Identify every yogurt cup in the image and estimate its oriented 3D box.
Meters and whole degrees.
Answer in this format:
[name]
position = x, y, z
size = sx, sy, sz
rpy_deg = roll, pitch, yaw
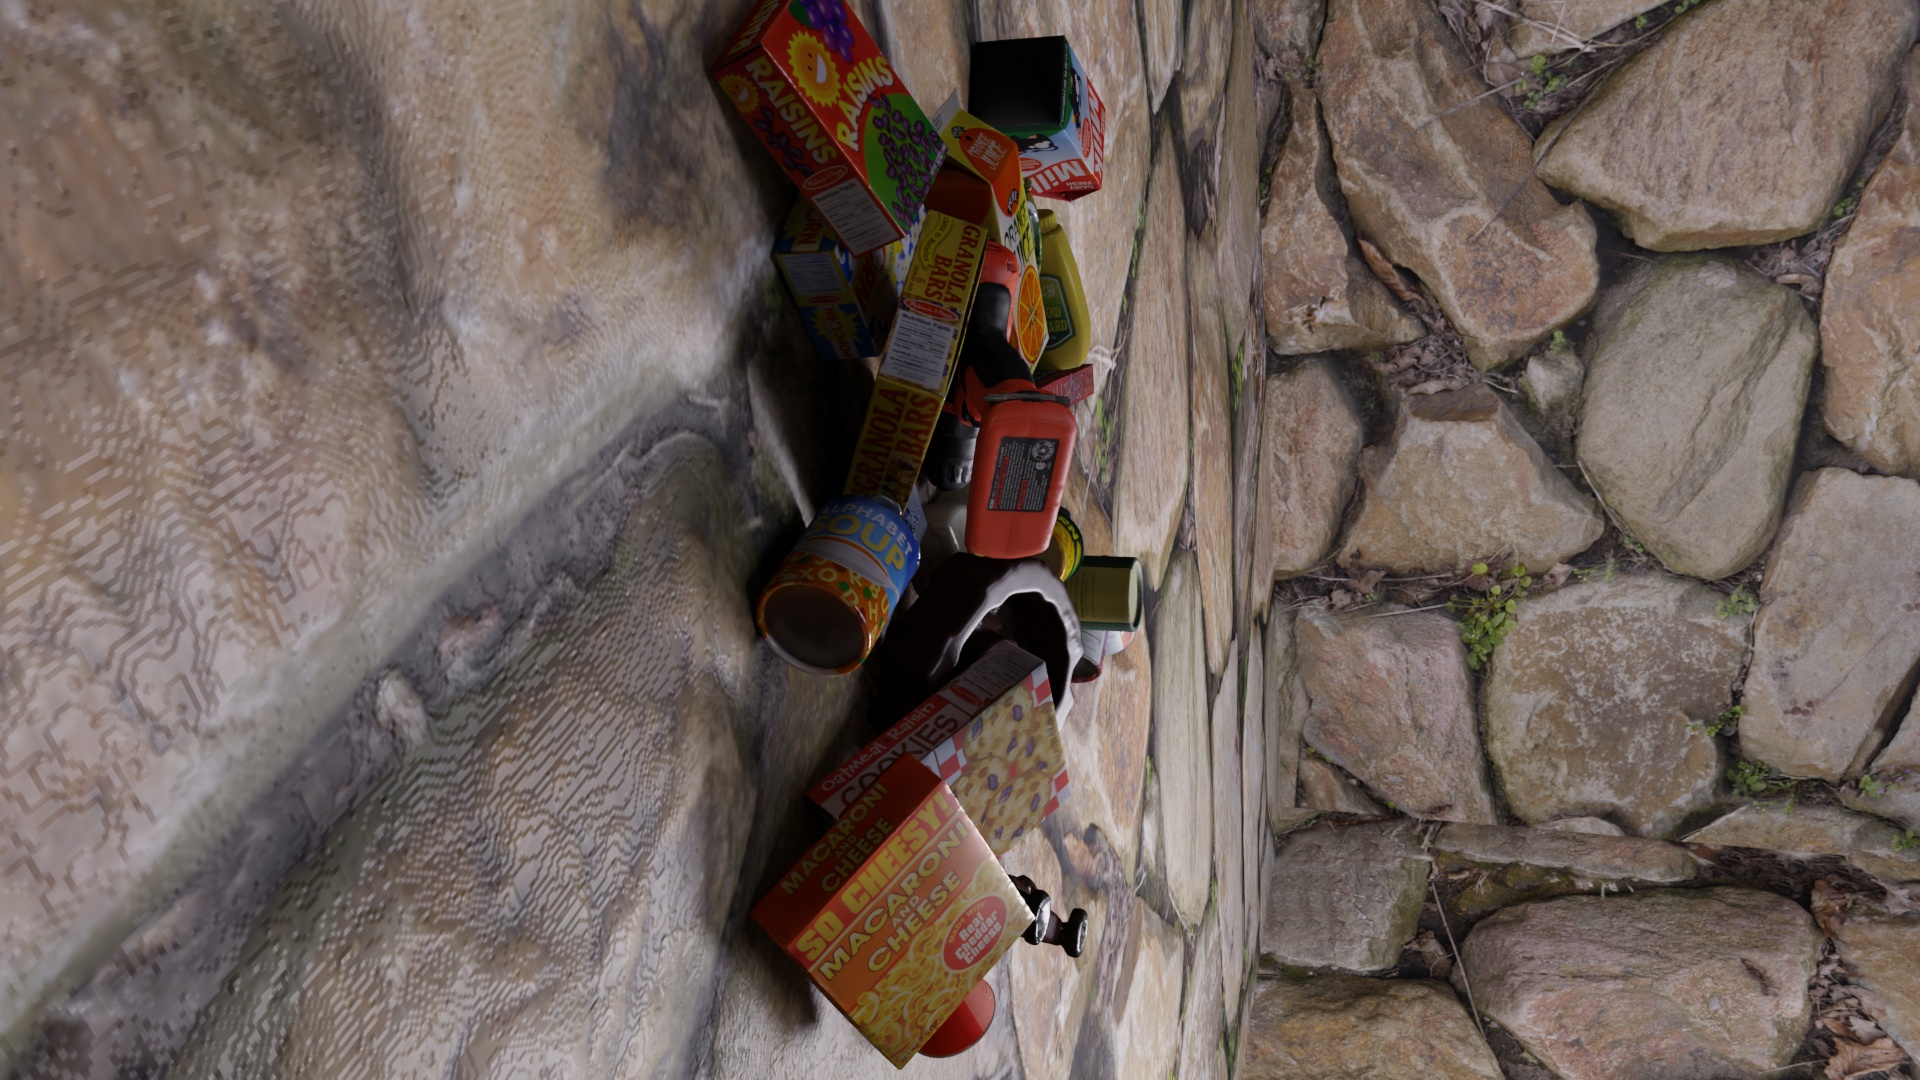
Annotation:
[yogurt cup]
position = -0.015, 0.306, 0.941
size = 0.073, 0.072, 0.053
rpy_deg = -66, 144, -48

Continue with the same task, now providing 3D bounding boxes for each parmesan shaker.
[parmesan shaker]
position = 0.102, 0.048, 1.205
size = 0.071, 0.103, 0.071
rpy_deg = 1, 91, -72

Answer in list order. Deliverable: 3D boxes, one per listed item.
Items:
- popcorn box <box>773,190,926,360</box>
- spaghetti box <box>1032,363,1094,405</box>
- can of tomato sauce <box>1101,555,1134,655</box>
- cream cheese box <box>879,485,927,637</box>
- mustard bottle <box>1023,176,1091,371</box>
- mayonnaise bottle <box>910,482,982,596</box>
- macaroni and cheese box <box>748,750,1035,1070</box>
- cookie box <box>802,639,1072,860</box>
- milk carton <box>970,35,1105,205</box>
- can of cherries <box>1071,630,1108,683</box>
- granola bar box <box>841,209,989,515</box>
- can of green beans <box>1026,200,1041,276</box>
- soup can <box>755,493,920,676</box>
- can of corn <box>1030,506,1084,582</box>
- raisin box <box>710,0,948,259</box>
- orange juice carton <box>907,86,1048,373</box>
[popcorn box]
position = -0.061, -0.179, 0.803
size = 0.085, 0.038, 0.127
rpy_deg = 69, 29, -50
[spaghetti box]
position = 0.060, -0.121, 1.151
size = 0.251, 0.050, 0.028
rpy_deg = -35, 126, -68
[can of tomato sauce]
position = 0.135, 0.064, 1.361
size = 0.082, 0.071, 0.071
rpy_deg = 66, 31, -54
[cream cheese box]
position = -0.050, 0.006, 0.871
size = 0.104, 0.024, 0.053
rpy_deg = -70, 153, -44
[mustard bottle]
position = 0.066, -0.220, 1.147
size = 0.049, 0.065, 0.159
rpy_deg = -66, 146, -59
[mayonnaise bottle]
position = 0.004, -0.013, 1.003
size = 0.149, 0.041, 0.064
rpy_deg = -50, 139, -61
[macaroni and cheese box]
position = -0.034, 0.216, 0.801
size = 0.124, 0.040, 0.165
rpy_deg = -45, 136, -18
[cookie box]
position = -0.010, 0.158, 0.859
size = 0.168, 0.040, 0.122
rpy_deg = -35, 131, -28
[milk carton]
position = 0.071, -0.335, 1.130
size = 0.190, 0.073, 0.072
rpy_deg = 14, 78, -71
[can of cherries]
position = 0.100, 0.091, 1.264
size = 0.071, 0.071, 0.059
rpy_deg = 65, 32, -53
[granola bar box]
position = -0.030, -0.085, 0.793
size = 0.164, 0.039, 0.125
rpy_deg = 114, -8, -57
[can of green beans]
position = 0.024, -0.216, 1.022
size = 0.071, 0.058, 0.071
rpy_deg = 1, 91, -71
[soup can]
position = -0.065, 0.022, 0.758
size = 0.084, 0.071, 0.071
rpy_deg = -62, 148, -52
[can of corn]
position = 0.064, 0.007, 1.142
size = 0.058, 0.071, 0.071
rpy_deg = -22, 112, -70
[raisin box]
position = -0.065, -0.223, 0.722
size = 0.123, 0.040, 0.086
rpy_deg = 50, 43, -33
[orange juice carton]
position = 0.006, -0.203, 0.944
size = 0.072, 0.073, 0.191
rpy_deg = -66, 151, -49
